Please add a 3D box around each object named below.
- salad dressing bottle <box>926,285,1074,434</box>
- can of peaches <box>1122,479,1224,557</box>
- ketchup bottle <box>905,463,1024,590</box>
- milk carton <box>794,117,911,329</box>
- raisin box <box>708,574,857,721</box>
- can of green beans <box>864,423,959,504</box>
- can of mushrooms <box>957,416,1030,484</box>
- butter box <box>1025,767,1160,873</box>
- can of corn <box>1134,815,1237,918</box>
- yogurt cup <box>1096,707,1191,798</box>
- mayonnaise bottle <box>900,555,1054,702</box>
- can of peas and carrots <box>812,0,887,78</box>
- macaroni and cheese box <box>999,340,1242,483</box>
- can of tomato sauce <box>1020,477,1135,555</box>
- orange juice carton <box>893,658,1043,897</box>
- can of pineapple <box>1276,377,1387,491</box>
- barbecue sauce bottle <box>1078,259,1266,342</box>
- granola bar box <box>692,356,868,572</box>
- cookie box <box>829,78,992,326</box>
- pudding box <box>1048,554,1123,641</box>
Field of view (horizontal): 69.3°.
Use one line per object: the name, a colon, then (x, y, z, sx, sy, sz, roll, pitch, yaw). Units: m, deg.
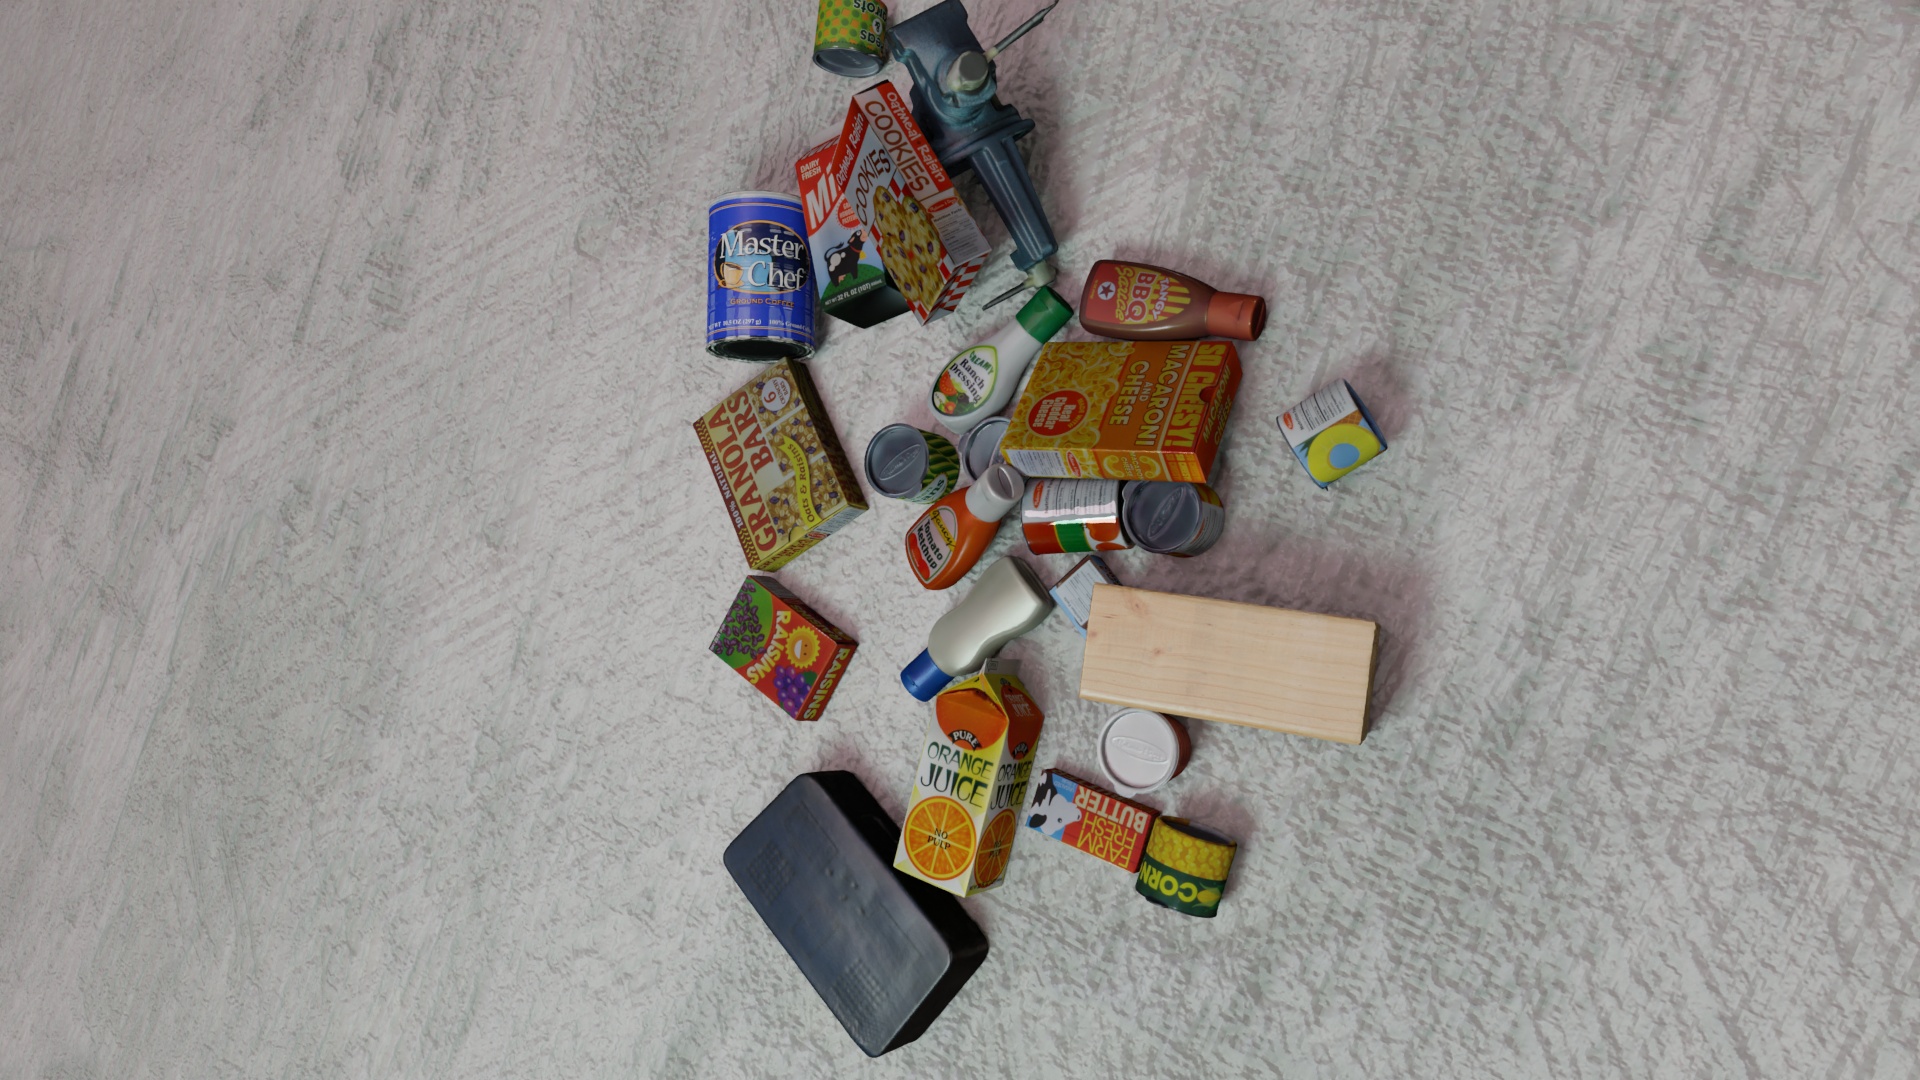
salad dressing bottle: (0.035, -0.158, 1.210, 0.147, 0.044, 0.064, -45, 64, 17)
can of peaches: (0.170, -0.022, 1.114, 0.071, 0.058, 0.071, -3, 83, 29)
ketchup bottle: (0.004, -0.015, 1.173, 0.148, 0.044, 0.065, -45, 61, 51)
milk carton: (-0.096, -0.301, 1.280, 0.072, 0.073, 0.191, -18, 76, 26)
raisin box: (-0.165, 0.100, 1.293, 0.123, 0.040, 0.086, 34, 100, 28)
can of green beans: (-0.043, -0.067, 1.234, 0.071, 0.058, 0.071, -3, 83, 28)
can of mushrooms: (0.035, -0.074, 1.206, 0.071, 0.033, 0.071, -3, 84, 28)
butter box: (0.108, 0.229, 1.138, 0.103, 0.024, 0.053, 18, 94, 29)
can of corn: (0.173, 0.251, 1.073, 0.071, 0.071, 0.058, 18, 93, 29)
yogurt cup: (0.149, 0.166, 1.106, 0.072, 0.054, 0.072, -3, 83, 28)
mayonnaise bottle: (0.010, 0.081, 1.199, 0.147, 0.041, 0.065, -43, 65, 19)
can of peas and carrots: (-0.102, -0.477, 1.307, 0.071, 0.071, 0.058, 4, 86, 29)
macaroni and cheese box: (0.130, -0.106, 1.121, 0.166, 0.040, 0.124, 3, 52, 29)
can of tomato sauce: (0.100, -0.022, 1.146, 0.083, 0.071, 0.071, -4, 83, 24)
orange juice carton: (0.013, 0.191, 1.167, 0.073, 0.072, 0.192, 15, 92, 28)
can of pineapple: (0.283, -0.081, 1.056, 0.057, 0.071, 0.071, -33, 70, 22)
barbecue sauce bottle: (0.174, -0.191, 1.138, 0.148, 0.043, 0.065, 14, 83, 29)
granola bar box: (-0.173, -0.071, 1.316, 0.124, 0.039, 0.166, -32, 70, 22)
cookie box: (-0.045, -0.281, 1.168, 0.040, 0.122, 0.167, -28, 84, -20)
pudding box: (0.117, 0.059, 1.149, 0.049, 0.030, 0.084, -43, 67, 17)
